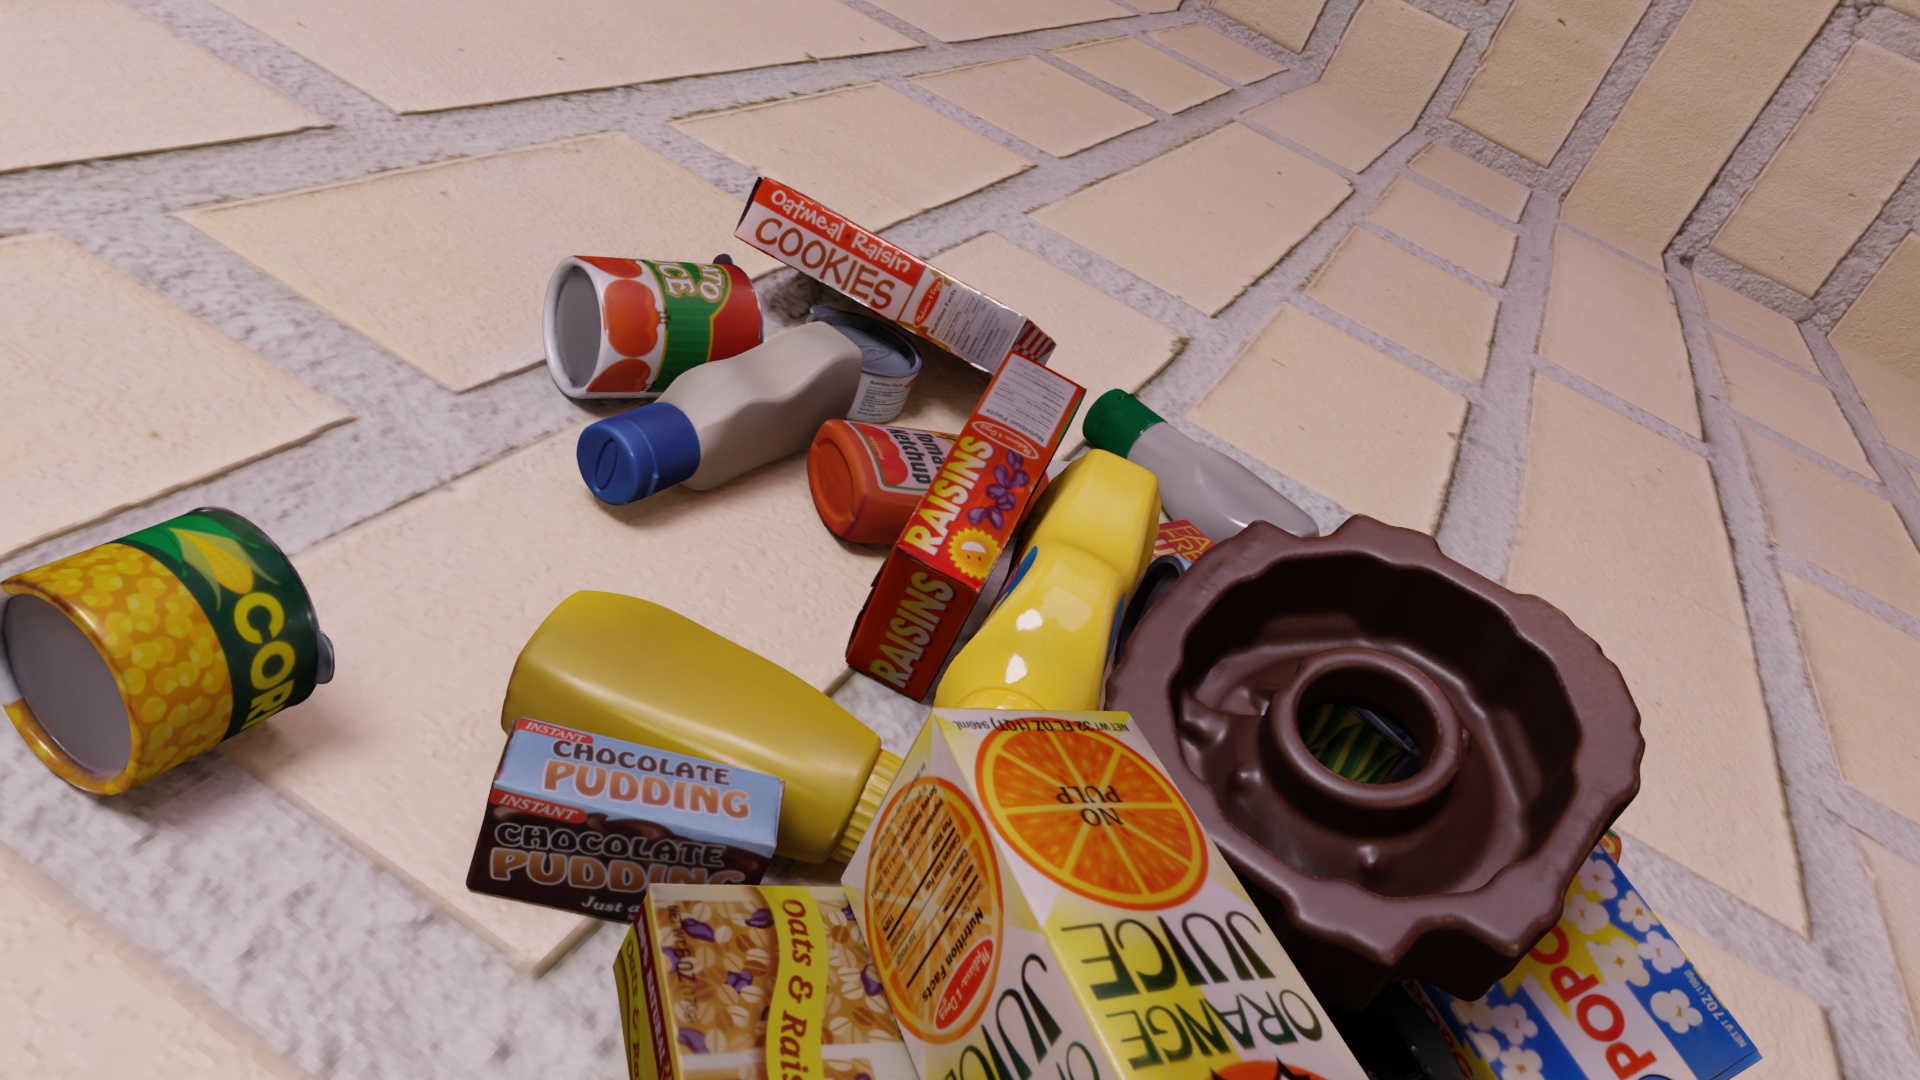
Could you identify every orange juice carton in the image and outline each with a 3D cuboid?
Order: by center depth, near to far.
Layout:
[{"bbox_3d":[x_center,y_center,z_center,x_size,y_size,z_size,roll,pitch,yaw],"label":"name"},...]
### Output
[{"bbox_3d":[0.043,0.134,0.346,0.072,0.072,0.193,6,35,-33],"label":"orange juice carton"}]

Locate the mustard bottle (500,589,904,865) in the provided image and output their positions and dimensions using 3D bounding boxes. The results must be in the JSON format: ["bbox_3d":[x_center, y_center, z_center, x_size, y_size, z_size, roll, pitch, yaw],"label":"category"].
[{"bbox_3d":[-0.069,0.072,0.464,0.160,0.048,0.065,26,30,0],"label":"mustard bottle"}]

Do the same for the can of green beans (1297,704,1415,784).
[{"bbox_3d":[0.139,0.085,0.565,0.071,0.057,0.071,39,8,-7],"label":"can of green beans"}]

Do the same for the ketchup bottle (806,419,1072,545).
[{"bbox_3d":[0.003,-0.024,0.673,0.149,0.043,0.065,3,41,-34],"label":"ketchup bottle"}]

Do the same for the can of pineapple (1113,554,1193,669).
[{"bbox_3d":[0.109,0.044,0.619,0.058,0.070,0.071,17,31,-15],"label":"can of pineapple"}]

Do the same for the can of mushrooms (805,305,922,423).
[{"bbox_3d":[-0.058,-0.095,0.749,0.071,0.033,0.071,18,31,-11],"label":"can of mushrooms"}]

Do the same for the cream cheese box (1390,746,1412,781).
[{"bbox_3d":[0.185,0.091,0.643,0.104,0.024,0.053,7,35,-28],"label":"cream cheese box"}]

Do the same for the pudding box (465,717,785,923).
[{"bbox_3d":[-0.100,0.087,0.417,0.084,0.049,0.030,17,32,-14],"label":"pudding box"}]

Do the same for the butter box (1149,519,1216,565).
[{"bbox_3d":[0.127,0.030,0.696,0.053,0.024,0.104,-9,44,-43],"label":"butter box"}]

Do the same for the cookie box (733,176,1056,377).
[{"bbox_3d":[-0.033,-0.144,0.795,0.167,0.040,0.123,30,7,9],"label":"cookie box"}]

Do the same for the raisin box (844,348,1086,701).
[{"bbox_3d":[0.002,-0.007,0.568,0.040,0.085,0.124,28,51,1],"label":"raisin box"}]

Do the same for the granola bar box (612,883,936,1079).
[{"bbox_3d":[-0.016,0.168,0.362,0.124,0.039,0.166,9,34,-28],"label":"granola bar box"}]

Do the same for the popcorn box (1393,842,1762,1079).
[{"bbox_3d":[0.201,0.148,0.495,0.085,0.038,0.127,-23,61,-14],"label":"popcorn box"}]

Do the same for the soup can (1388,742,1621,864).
[{"bbox_3d":[0.217,0.122,0.572,0.084,0.071,0.071,33,31,13],"label":"soup can"}]

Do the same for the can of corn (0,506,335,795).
[{"bbox_3d":[-0.227,0.032,0.394,0.071,0.070,0.058,33,32,13],"label":"can of corn"}]

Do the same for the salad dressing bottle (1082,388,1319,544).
[{"bbox_3d":[0.131,-0.032,0.780,0.064,0.043,0.148,-13,46,-44],"label":"salad dressing bottle"}]

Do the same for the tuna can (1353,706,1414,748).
[{"bbox_3d":[0.188,0.064,0.629,0.071,0.032,0.071,18,30,-11],"label":"tuna can"}]

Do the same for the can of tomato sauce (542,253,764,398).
[{"bbox_3d":[-0.146,-0.102,0.660,0.083,0.070,0.071,-6,42,-41],"label":"can of tomato sauce"}]

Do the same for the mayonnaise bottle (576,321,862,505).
[{"bbox_3d":[-0.106,-0.055,0.626,0.041,0.064,0.149,39,36,16],"label":"mayonnaise bottle"}]
